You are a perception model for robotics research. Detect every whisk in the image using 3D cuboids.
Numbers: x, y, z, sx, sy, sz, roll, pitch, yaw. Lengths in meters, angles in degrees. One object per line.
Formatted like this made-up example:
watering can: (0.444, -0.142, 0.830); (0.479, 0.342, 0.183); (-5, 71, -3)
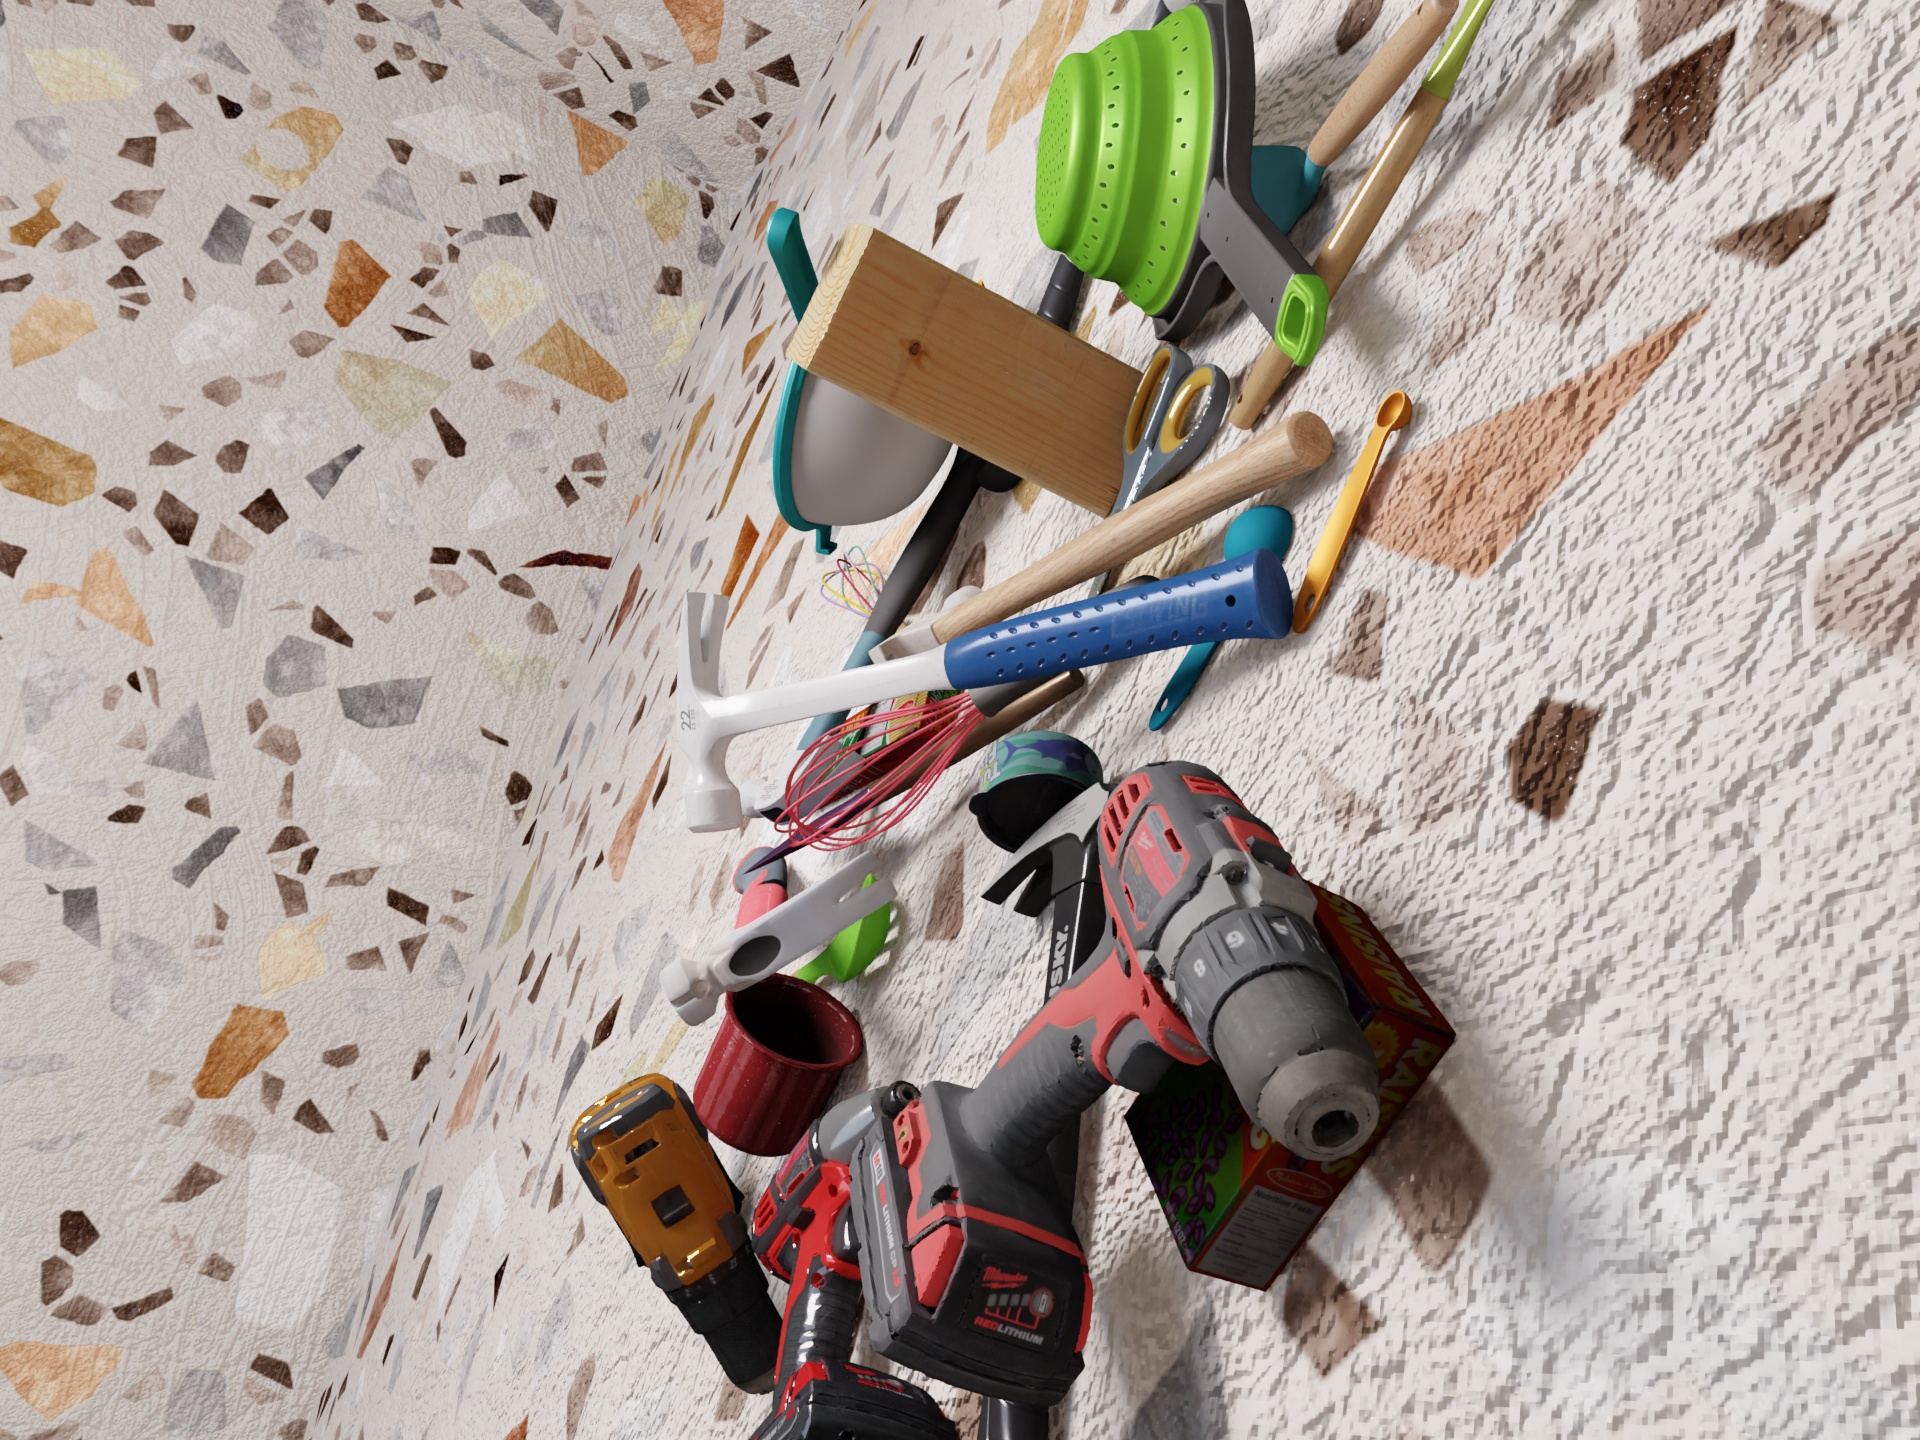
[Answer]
whisk: (-0.063, -0.090, 1.270); (0.051, 0.047, 0.245); (-61, 25, 11)
whisk: (-0.001, -0.003, 0.922); (0.296, 0.073, 0.073); (-33, 35, 29)

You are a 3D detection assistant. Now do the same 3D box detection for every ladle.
ladle: (0.223, -0.271, 0.762); (0.078, 0.062, 0.320); (-94, 26, -52)

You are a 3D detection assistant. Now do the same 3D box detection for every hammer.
hammer: (-0.122, 0.117, 1.093); (0.143, 0.038, 0.386); (-32, 5, -4)
hammer: (0.086, -0.359, 1.185); (0.149, 0.036, 0.409); (-10, 59, 67)
hammer: (-0.056, -0.072, 1.162); (0.331, 0.033, 0.128); (-62, 23, -14)
hammer: (0.063, -0.087, 0.870); (0.331, 0.031, 0.130); (-25, 9, 47)
hammer: (0.039, 0.188, 0.725); (0.146, 0.035, 0.335); (-37, 36, 52)
hammer: (-0.013, -0.033, 0.850); (0.405, 0.035, 0.144); (-12, 83, 38)

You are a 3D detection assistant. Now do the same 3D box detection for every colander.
colander: (0.107, -0.287, 0.877); (0.398, 0.094, 0.204); (-100, 16, -55)

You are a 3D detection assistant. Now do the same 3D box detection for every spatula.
spatula: (0.180, -0.299, 0.808); (0.317, 0.044, 0.082); (-171, 96, -87)
spatula: (-0.035, 0.036, 1.012); (0.316, 0.018, 0.060); (-31, 0, 41)

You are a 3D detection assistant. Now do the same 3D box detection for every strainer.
strainer: (-0.057, -0.244, 1.100); (0.340, 0.095, 0.211); (68, -138, -75)

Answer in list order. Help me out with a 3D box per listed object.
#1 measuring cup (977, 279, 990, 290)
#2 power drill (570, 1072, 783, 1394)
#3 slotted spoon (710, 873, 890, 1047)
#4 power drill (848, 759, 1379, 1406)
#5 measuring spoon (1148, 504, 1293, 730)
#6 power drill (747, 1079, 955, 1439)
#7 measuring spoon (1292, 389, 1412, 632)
measuring cup: (0.008, -0.311, 1.307); (0.095, 0.052, 0.174); (-62, 19, 14)
power drill: (-0.171, 0.309, 0.983); (0.084, 0.185, 0.226); (-30, 0, -17)
slotted spoon: (-0.118, 0.188, 1.127); (0.313, 0.031, 0.070); (-44, 29, 50)
power drill: (0.053, 0.141, 0.571); (0.226, 0.080, 0.188); (-57, 22, 18)
measuring spoon: (0.121, -0.052, 0.789); (0.128, 0.021, 0.042); (-60, 21, 14)
power drill: (-0.060, 0.293, 0.806); (0.143, 0.078, 0.220); (-55, 21, 28)
measuring spoon: (0.177, -0.092, 0.717); (0.117, 0.011, 0.021); (-68, 19, 8)
